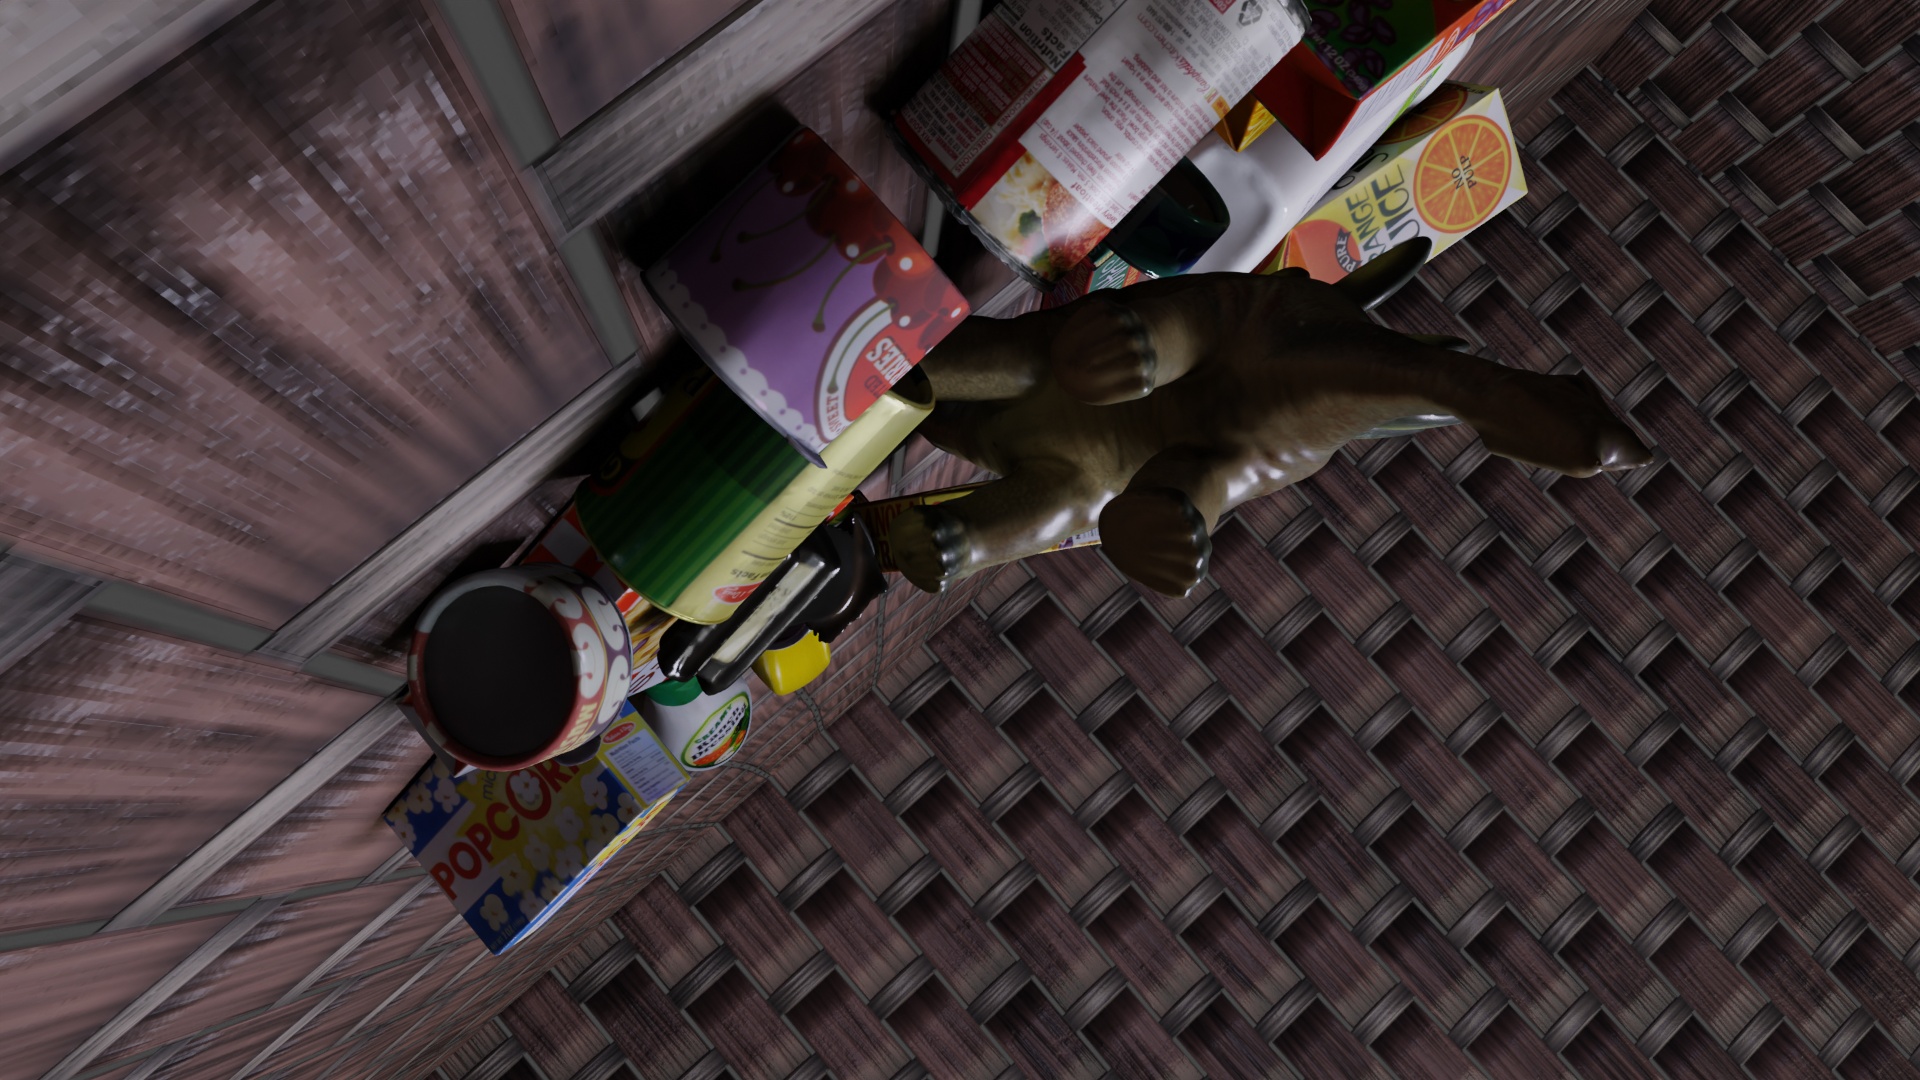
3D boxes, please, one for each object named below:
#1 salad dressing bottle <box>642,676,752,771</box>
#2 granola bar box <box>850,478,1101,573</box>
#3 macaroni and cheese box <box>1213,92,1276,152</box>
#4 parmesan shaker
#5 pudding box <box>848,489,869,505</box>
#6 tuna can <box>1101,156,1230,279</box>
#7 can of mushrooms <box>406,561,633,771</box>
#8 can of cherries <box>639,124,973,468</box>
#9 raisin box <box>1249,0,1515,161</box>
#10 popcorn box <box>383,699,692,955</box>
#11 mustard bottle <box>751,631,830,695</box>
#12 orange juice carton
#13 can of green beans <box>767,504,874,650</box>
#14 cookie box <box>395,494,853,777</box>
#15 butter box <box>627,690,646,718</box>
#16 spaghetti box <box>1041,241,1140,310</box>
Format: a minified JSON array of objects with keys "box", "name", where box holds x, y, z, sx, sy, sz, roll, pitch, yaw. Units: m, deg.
[{"box":[-0.152,0.086,0.771,0.064,0.044,0.147,-45,163,-17],"name":"salad dressing bottle"},{"box":[0.003,-0.009,0.734,0.124,0.039,0.165,-9,-179,-26],"name":"granola bar box"},{"box":[0.170,-0.244,0.562,0.166,0.040,0.123,-41,176,0],"name":"macaroni and cheese box"},{"box":[-0.065,-0.031,0.450,0.103,0.071,0.071,-44,174,17],"name":"parmesan shaker"},{"box":[-0.079,0.007,0.848,0.050,0.030,0.083,-38,174,-25],"name":"pudding box"},{"box":[0.081,-0.142,0.583,0.032,0.071,0.071,-46,173,32],"name":"tuna can"},{"box":[-0.144,0.043,0.457,0.071,0.071,0.033,-43,173,12],"name":"can of mushrooms"},{"box":[-0.038,-0.063,0.362,0.058,0.071,0.071,-42,174,3],"name":"can of cherries"},{"box":[0.137,-0.196,0.459,0.124,0.086,0.040,-40,172,-16],"name":"raisin box"},{"box":[-0.192,0.117,0.625,0.126,0.085,0.038,-44,173,25],"name":"popcorn box"},{"box":[-0.106,0.046,0.806,0.049,0.065,0.159,-34,169,-15],"name":"mustard bottle"},{"box":[0.236,-0.195,0.839,0.193,0.072,0.072,-34,-150,-4],"name":"orange juice carton"},{"box":[-0.083,0.012,0.673,0.071,0.071,0.058,-45,174,29],"name":"can of green beans"},{"box":[-0.127,0.020,0.563,0.122,0.040,0.168,-44,173,21],"name":"cookie box"},{"box":[-0.200,0.109,0.839,0.104,0.024,0.053,-38,173,-35],"name":"butter box"},{"box":[0.072,-0.138,0.774,0.050,0.029,0.249,-41,175,-4],"name":"spaghetti box"}]
